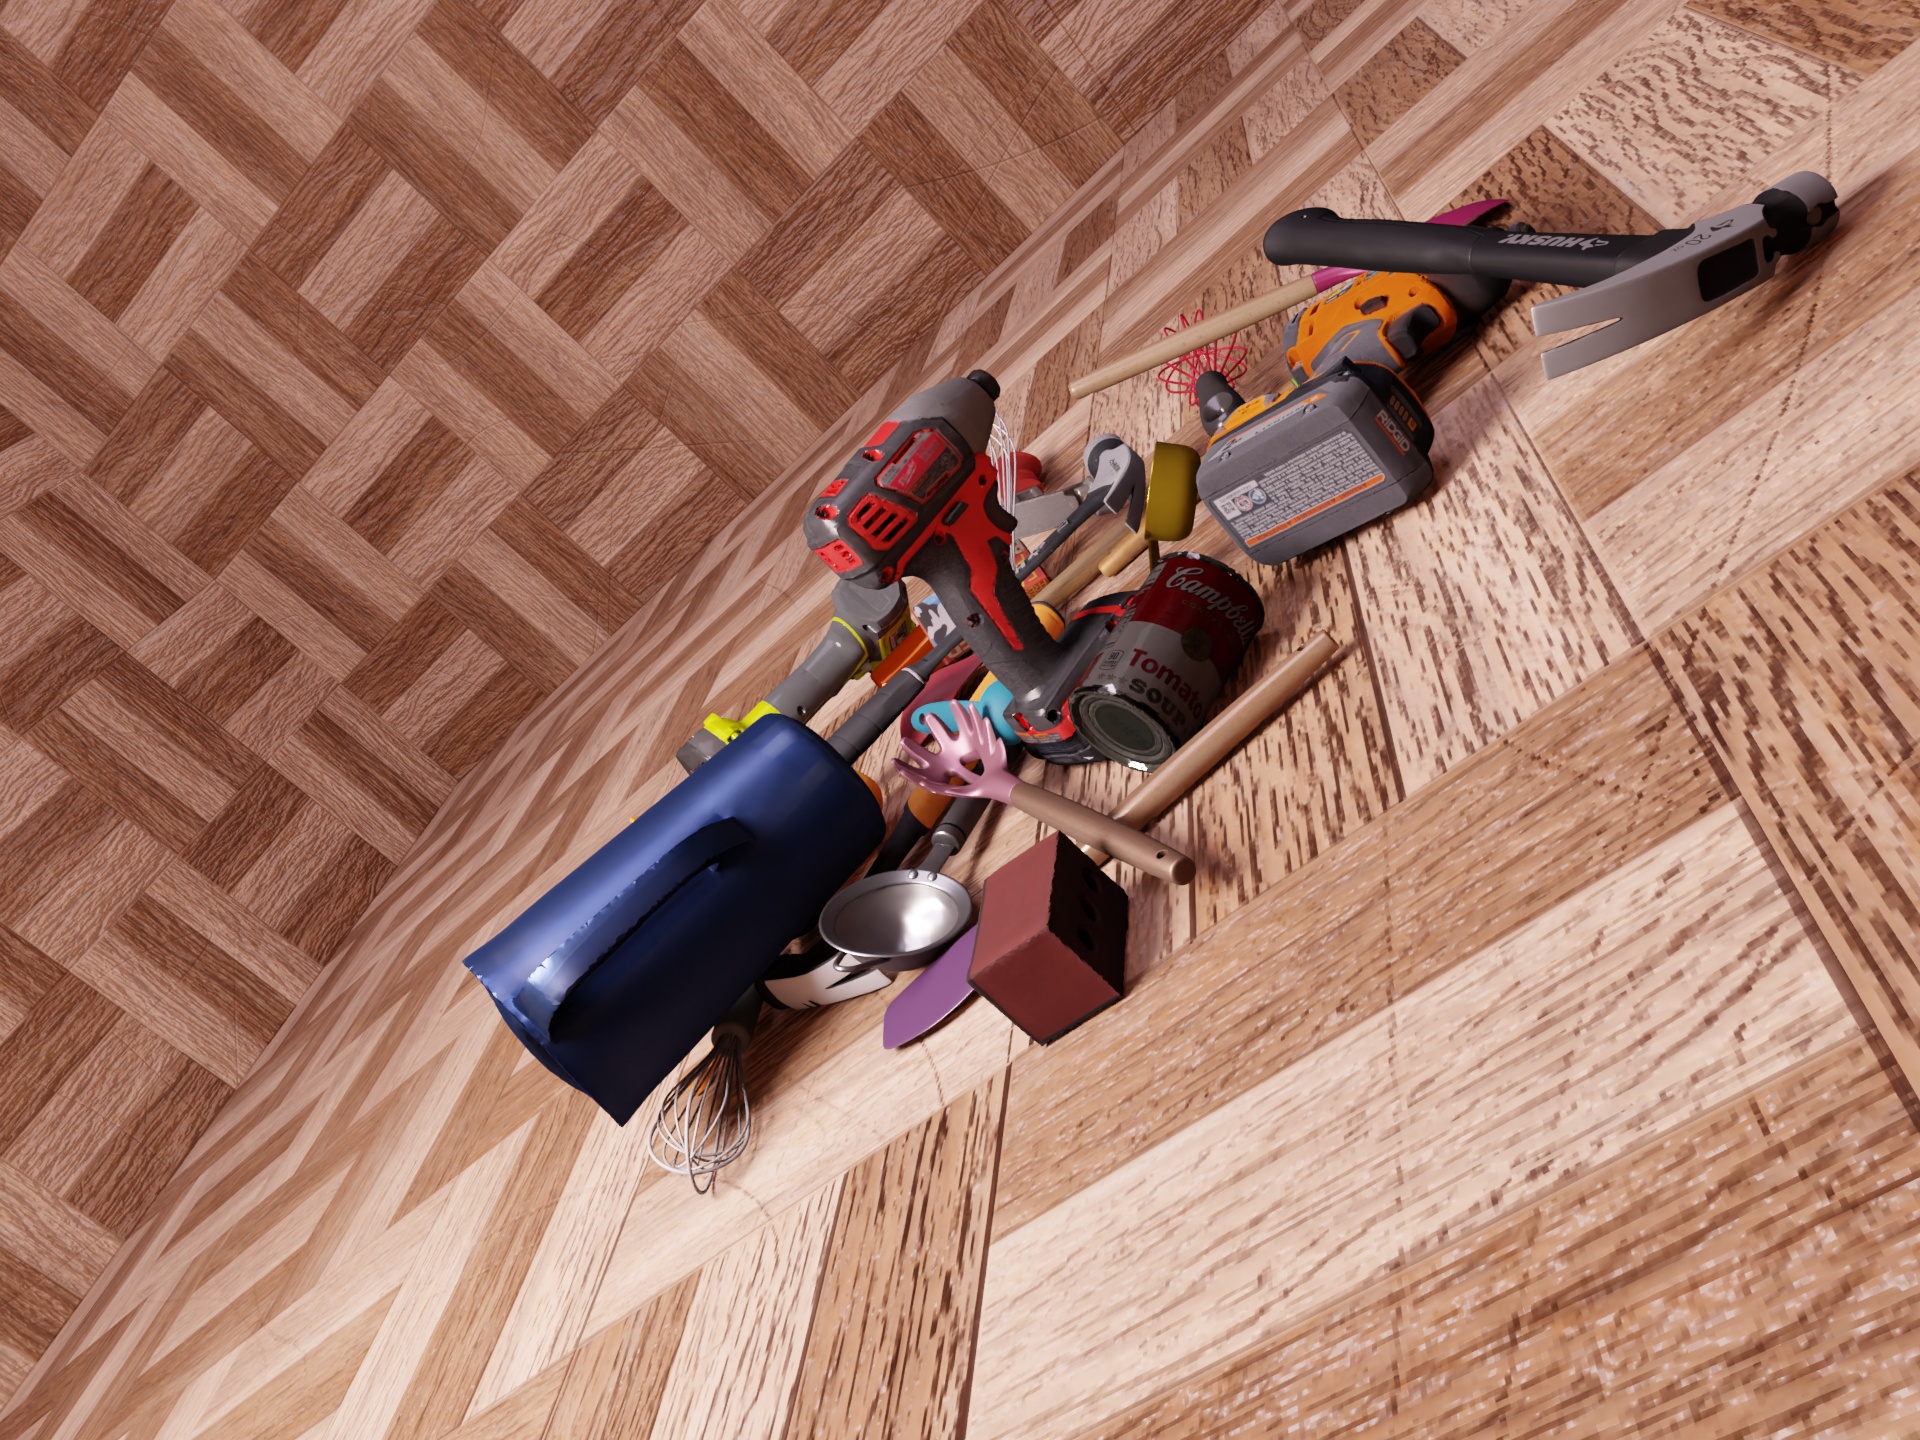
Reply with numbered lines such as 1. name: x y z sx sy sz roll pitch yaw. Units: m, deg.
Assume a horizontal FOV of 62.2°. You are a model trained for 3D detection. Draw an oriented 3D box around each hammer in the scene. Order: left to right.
1. hammer: -0.019 -0.040 1.132 0.409 0.036 0.149 -44 17 12
2. hammer: -0.013 0.043 1.035 0.127 0.034 0.337 -24 28 54
3. hammer: 0.043 -0.191 1.345 0.149 0.036 0.359 -16 14 2
4. hammer: 0.261 -0.242 0.828 0.146 0.035 0.335 -31 28 -12

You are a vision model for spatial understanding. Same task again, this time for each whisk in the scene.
1. whisk: -0.142 0.202 0.977 0.058 0.059 0.246 -6 21 5
2. whisk: 0.024 -0.100 1.033 0.070 0.070 0.285 -35 56 35
3. whisk: 0.180 -0.246 1.151 0.073 0.073 0.296 -41 15 18

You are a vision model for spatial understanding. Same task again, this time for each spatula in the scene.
1. spatula: 0.070 0.065 0.811 0.316 0.018 0.060 -43 18 15

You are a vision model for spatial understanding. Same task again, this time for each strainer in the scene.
1. strainer: -0.009 0.077 0.938 0.087 0.050 0.258 6 37 24

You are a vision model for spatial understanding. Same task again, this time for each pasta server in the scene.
1. pasta server: 0.038 0.039 0.842 0.060 0.040 0.316 -44 20 -9

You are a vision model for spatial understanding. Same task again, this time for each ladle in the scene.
1. ladle: 0.066 -0.088 1.162 0.315 0.031 0.069 -41 18 14

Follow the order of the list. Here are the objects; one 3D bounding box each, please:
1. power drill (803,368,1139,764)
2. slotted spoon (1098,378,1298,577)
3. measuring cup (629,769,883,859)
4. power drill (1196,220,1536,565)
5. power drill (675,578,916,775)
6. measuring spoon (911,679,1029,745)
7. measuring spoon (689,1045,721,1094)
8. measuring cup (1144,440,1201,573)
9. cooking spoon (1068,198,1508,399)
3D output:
1. power drill: 0.029 -0.088 0.908 0.143 0.219 0.078 -52 18 -18
2. slotted spoon: 0.210 -0.208 1.083 0.313 0.031 0.070 -43 12 16
3. measuring cup: -0.133 0.054 1.064 0.095 0.173 0.052 30 110 59
4. power drill: 0.238 -0.200 0.909 0.164 0.084 0.227 -26 23 46
5. power drill: -0.123 -0.016 1.319 0.223 0.080 0.171 -48 -12 -12
6. measuring spoon: -0.002 -0.003 1.002 0.129 0.021 0.042 -6 86 55
7. measuring spoon: -0.160 0.204 1.060 0.021 0.011 0.117 -37 19 29
8. measuring cup: 0.128 -0.111 0.957 0.156 0.029 0.062 72 -154 -65
9. cooking spoon: 0.222 -0.293 1.106 0.319 0.017 0.069 -21 12 17
